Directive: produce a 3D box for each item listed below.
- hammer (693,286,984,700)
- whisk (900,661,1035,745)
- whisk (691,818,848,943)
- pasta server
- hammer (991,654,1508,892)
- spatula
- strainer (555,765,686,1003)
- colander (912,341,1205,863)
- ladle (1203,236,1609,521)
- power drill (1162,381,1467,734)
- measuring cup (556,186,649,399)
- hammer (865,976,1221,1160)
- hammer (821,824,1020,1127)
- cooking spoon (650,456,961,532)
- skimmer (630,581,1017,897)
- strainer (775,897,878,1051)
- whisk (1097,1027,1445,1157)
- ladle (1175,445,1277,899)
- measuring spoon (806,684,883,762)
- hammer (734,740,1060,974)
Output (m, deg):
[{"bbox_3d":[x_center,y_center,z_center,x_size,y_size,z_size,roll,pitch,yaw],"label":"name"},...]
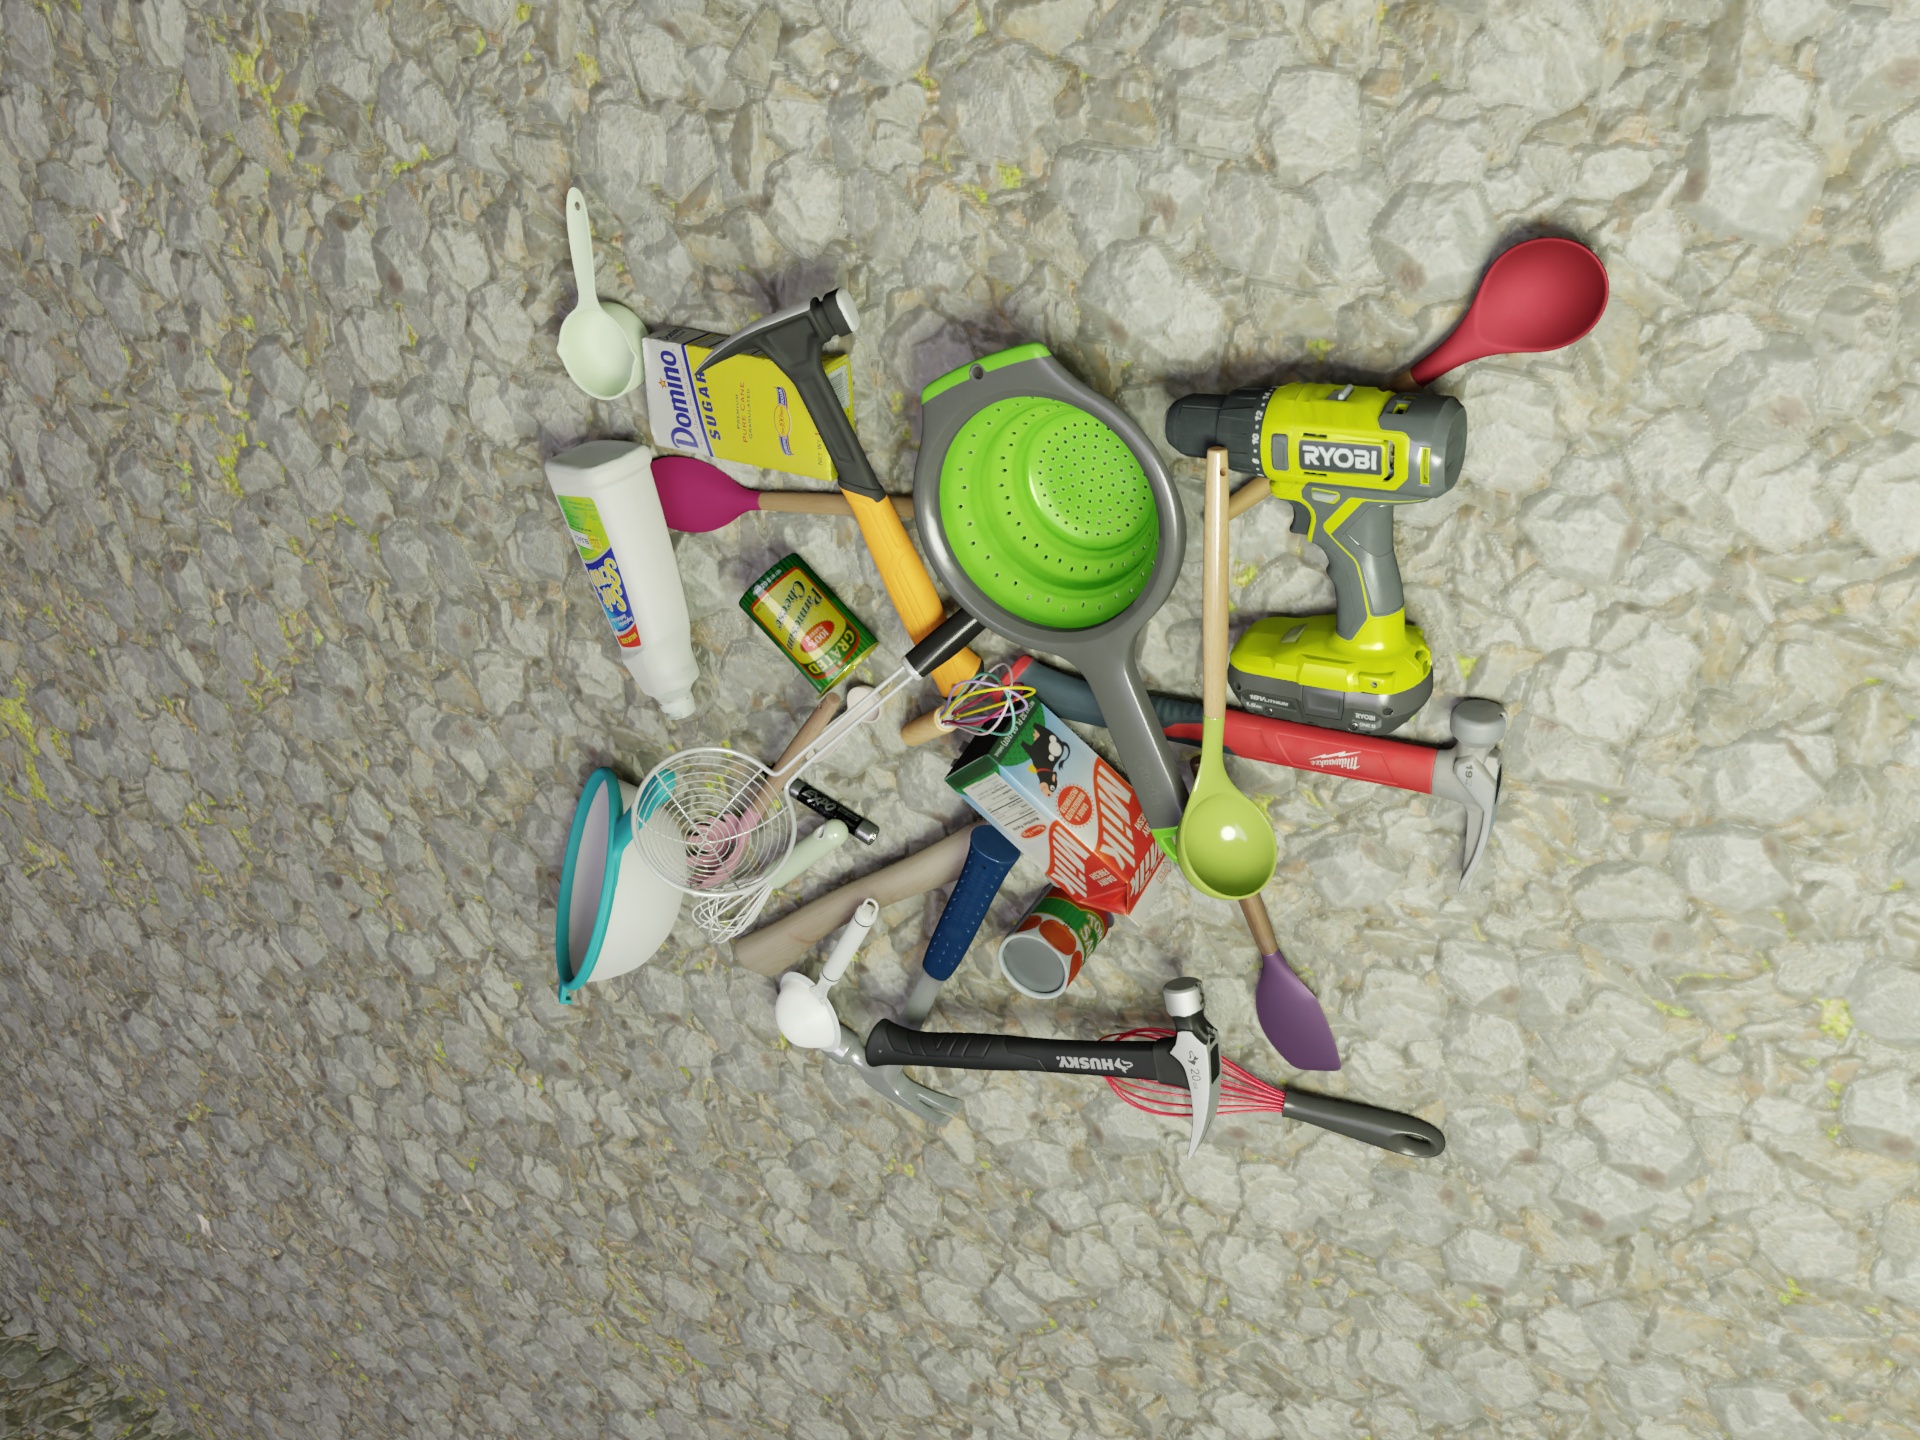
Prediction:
[{"bbox_3d":[-0.073,-0.155,1.220,0.127,0.034,0.336,-18,117,19],"label":"hammer"},{"bbox_3d":[0.000,-0.004,1.235,0.051,0.047,0.245,58,160,-3],"label":"whisk"},{"bbox_3d":[-0.176,0.148,1.478,0.059,0.058,0.246,24,140,-28],"label":"whisk"},{"bbox_3d":[-0.178,0.064,1.417,0.316,0.040,0.060,-50,44,47],"label":"pasta server"},{"bbox_3d":[0.203,0.022,1.192,0.386,0.038,0.143,12,123,25],"label":"hammer"},{"bbox_3d":[0.231,0.159,1.241,0.060,0.018,0.315,-5,122,34],"label":"spatula"},{"bbox_3d":[-0.286,0.126,1.458,0.095,0.211,0.340,11,149,-24],"label":"strainer"},{"bbox_3d":[0.108,-0.085,1.151,0.204,0.094,0.397,-13,108,36],"label":"colander"},{"bbox_3d":[0.275,-0.206,1.029,0.315,0.031,0.069,-34,98,41],"label":"ladle"},{"bbox_3d":[0.231,-0.115,1.057,0.191,0.080,0.228,11,127,29],"label":"power drill"},{"bbox_3d":[-0.290,-0.346,1.285,0.083,0.038,0.167,10,119,26],"label":"measuring cup"},{"bbox_3d":[0.061,0.285,1.336,0.335,0.035,0.146,-5,104,32],"label":"hammer"},{"bbox_3d":[-0.019,0.229,1.403,0.144,0.035,0.405,33,138,10],"label":"hammer"},{"bbox_3d":[-0.141,-0.179,1.299,0.319,0.017,0.068,7,121,28],"label":"cooking spoon"},{"bbox_3d":[-0.091,-0.004,1.215,0.363,0.090,0.127,-39,77,9],"label":"skimmer"},{"bbox_3d":[-0.125,0.238,1.465,0.087,0.050,0.258,46,135,17],"label":"strainer"},{"bbox_3d":[0.249,0.311,1.316,0.296,0.073,0.073,11,121,18],"label":"whisk"},{"bbox_3d":[0.179,-0.024,1.070,0.062,0.078,0.320,33,133,53],"label":"ladle"},{"bbox_3d":[-0.101,0.004,1.383,0.034,0.018,0.124,48,136,-1],"label":"measuring spoon"},{"bbox_3d":[-0.079,0.145,1.415,0.146,0.038,0.410,46,133,-17],"label":"hammer"}]
